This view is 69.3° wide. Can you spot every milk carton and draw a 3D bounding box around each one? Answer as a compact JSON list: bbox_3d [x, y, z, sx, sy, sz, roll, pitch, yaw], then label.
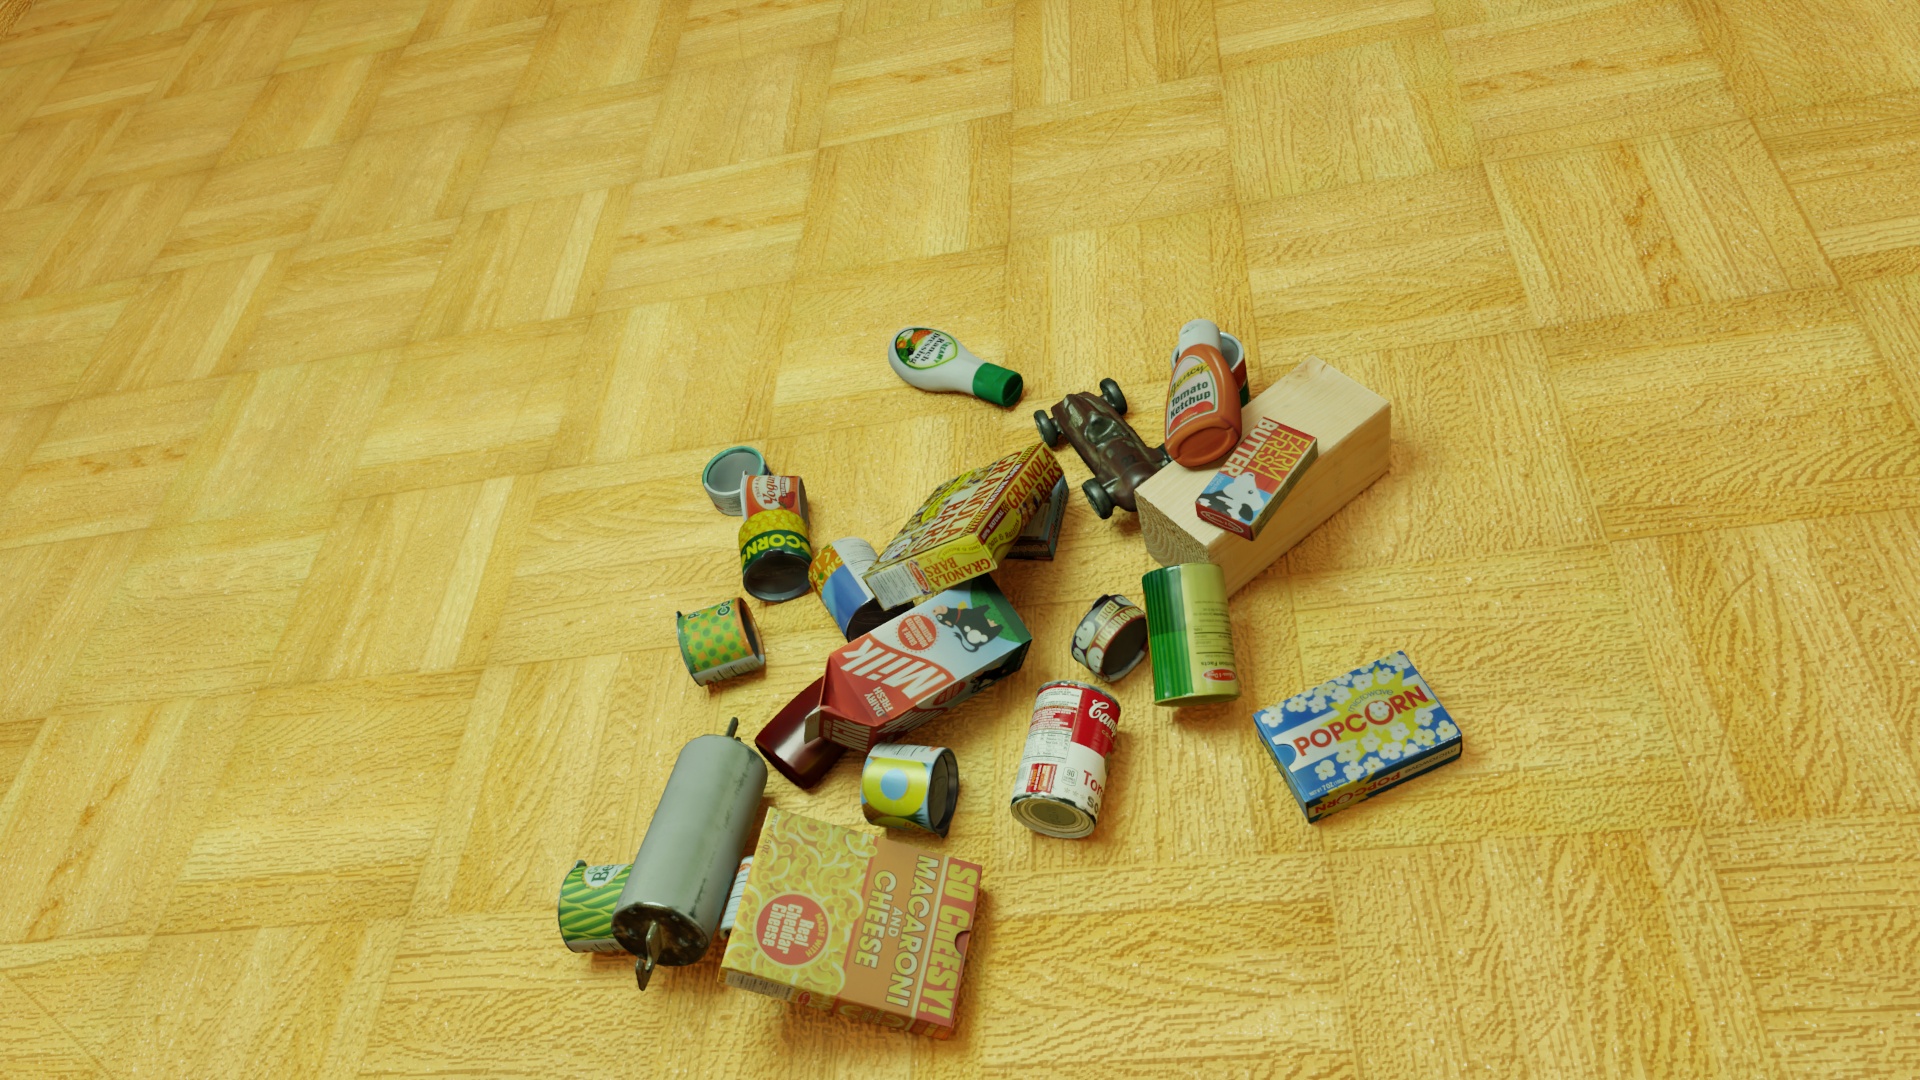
[{"bbox_3d":[-0.043,0.107,1.120,0.191,0.072,0.073,-28,70,-19],"label":"milk carton"}]

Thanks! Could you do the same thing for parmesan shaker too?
[{"bbox_3d":[0.181,0.075,1.089,0.071,0.071,0.103,-8,75,12],"label":"parmesan shaker"}]

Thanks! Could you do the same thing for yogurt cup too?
[{"bbox_3d":[-0.175,-0.031,1.318,0.054,0.072,0.073,-7,49,2],"label":"yogurt cup"}]

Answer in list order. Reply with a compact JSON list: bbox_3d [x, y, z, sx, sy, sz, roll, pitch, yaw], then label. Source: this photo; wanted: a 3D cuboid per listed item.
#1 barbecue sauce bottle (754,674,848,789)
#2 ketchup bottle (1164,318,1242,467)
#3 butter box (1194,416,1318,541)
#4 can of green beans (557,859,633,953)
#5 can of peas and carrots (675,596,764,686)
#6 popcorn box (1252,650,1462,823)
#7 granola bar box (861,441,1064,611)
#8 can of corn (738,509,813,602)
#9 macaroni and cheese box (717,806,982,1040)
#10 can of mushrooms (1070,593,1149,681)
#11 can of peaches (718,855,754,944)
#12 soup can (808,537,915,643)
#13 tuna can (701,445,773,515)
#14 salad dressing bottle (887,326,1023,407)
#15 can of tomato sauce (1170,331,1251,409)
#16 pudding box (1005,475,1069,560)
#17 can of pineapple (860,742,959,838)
[{"bbox_3d":[-0.100,0.136,1.166,0.065,0.043,0.149,32,66,30],"label":"barbecue sauce bottle"},{"bbox_3d":[0.203,-0.129,1.171,0.064,0.043,0.149,-30,33,32],"label":"ketchup bottle"},{"bbox_3d":[0.237,-0.050,1.106,0.053,0.024,0.104,26,64,31],"label":"butter box"},{"bbox_3d":[-0.271,0.285,1.081,0.058,0.071,0.071,-7,50,12],"label":"can of green beans"},{"bbox_3d":[-0.212,0.087,1.226,0.059,0.070,0.071,-18,48,2],"label":"can of peas and carrots"},{"bbox_3d":[0.295,0.145,1.036,0.127,0.038,0.085,-23,49,-2],"label":"popcorn box"},{"bbox_3d":[0.004,-0.015,1.182,0.124,0.039,0.166,-21,19,34],"label":"granola bar box"},{"bbox_3d":[-0.170,0.012,1.274,0.071,0.071,0.058,-18,48,3],"label":"can of corn"},{"bbox_3d":[-0.076,0.275,0.999,0.166,0.040,0.124,16,54,-4],"label":"macaroni and cheese box"},{"bbox_3d":[0.124,0.078,1.125,0.071,0.070,0.033,-40,53,-16],"label":"can of mushrooms"},{"bbox_3d":[-0.140,0.279,1.047,0.071,0.071,0.058,2,52,19],"label":"can of peaches"},{"bbox_3d":[-0.089,0.049,1.223,0.071,0.071,0.084,-32,48,-9],"label":"soup can"},{"bbox_3d":[-0.219,-0.062,1.376,0.071,0.032,0.071,-9,50,11],"label":"tuna can"},{"bbox_3d":[-0.005,-0.172,1.392,0.148,0.043,0.064,24,64,32],"label":"salad dressing bottle"},{"bbox_3d":[0.231,-0.141,1.264,0.071,0.082,0.071,-9,50,11],"label":"can of tomato sauce"},{"bbox_3d":[0.066,-0.023,1.255,0.049,0.030,0.084,0,52,19],"label":"pudding box"},{"bbox_3d":[-0.039,0.194,1.084,0.058,0.070,0.071,2,52,20],"label":"can of pineapple"}]
